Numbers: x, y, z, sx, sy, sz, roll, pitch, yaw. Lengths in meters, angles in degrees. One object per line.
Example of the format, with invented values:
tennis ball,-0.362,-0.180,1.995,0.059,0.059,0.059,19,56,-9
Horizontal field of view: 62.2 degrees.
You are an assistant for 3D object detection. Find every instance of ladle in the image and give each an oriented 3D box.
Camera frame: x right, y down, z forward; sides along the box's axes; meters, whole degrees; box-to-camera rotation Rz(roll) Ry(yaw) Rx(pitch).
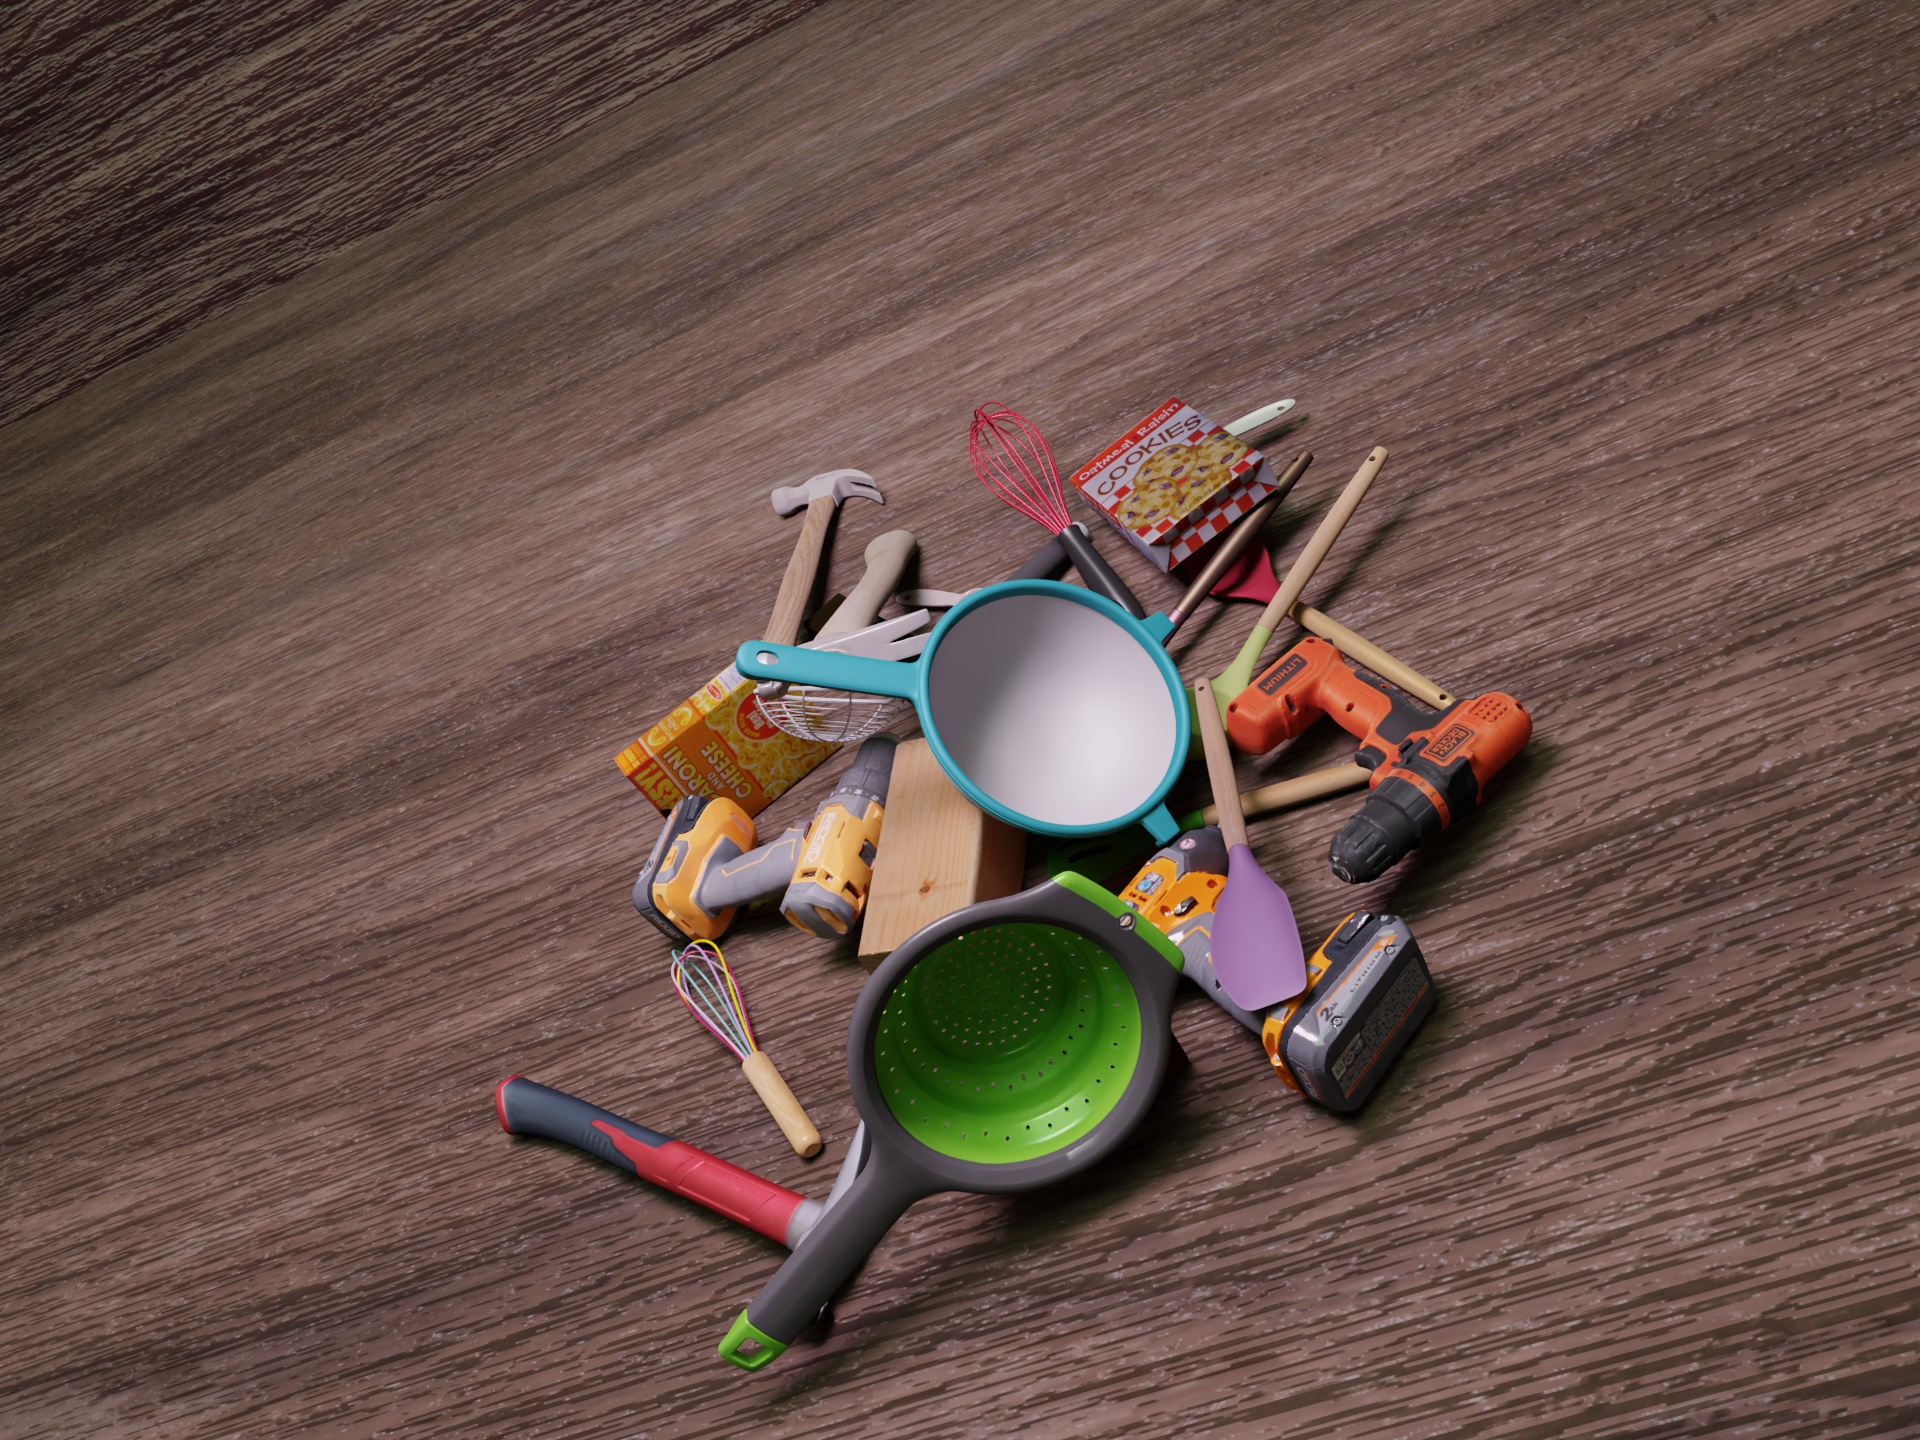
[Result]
ladle,0.289,-0.081,1.287,0.069,0.031,0.316,-43,43,-4
ladle,0.253,-0.100,1.271,0.078,0.062,0.320,26,75,39

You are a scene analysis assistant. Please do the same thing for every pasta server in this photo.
pasta server,0.196,-0.114,1.330,0.316,0.040,0.060,-50,36,-12

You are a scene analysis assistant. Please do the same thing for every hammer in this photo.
hammer,-0.070,-0.113,1.406,0.146,0.038,0.411,-16,17,11
hammer,-0.218,0.315,1.194,0.386,0.038,0.143,9,69,40
hammer,-0.156,-0.159,1.609,0.130,0.031,0.332,-15,36,18

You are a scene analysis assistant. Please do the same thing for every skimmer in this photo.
skimmer,-0.022,-0.095,1.404,0.363,0.090,0.127,-42,19,-27

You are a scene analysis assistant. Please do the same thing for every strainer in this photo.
strainer,-0.002,-0.004,1.189,0.340,0.095,0.211,8,62,-11

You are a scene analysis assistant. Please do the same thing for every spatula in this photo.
spatula,0.186,0.073,1.099,0.060,0.018,0.316,-24,37,18

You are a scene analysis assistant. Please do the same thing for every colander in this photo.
colander,-0.026,0.255,1.036,0.397,0.204,0.095,-50,18,7

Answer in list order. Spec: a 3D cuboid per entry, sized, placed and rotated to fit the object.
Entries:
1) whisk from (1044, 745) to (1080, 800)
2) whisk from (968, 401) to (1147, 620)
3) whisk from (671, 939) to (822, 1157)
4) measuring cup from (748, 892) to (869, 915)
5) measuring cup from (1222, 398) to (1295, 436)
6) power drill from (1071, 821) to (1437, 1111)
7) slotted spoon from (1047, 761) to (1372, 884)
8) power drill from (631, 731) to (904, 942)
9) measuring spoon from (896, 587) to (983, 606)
whisk,0.075,-0.005,1.338,0.057,0.059,0.247,13,38,-15
whisk,0.088,-0.182,1.438,0.073,0.073,0.296,-32,62,0
whisk,-0.169,0.250,1.242,0.047,0.051,0.245,-35,43,-11
measuring cup,-0.112,0.146,1.327,0.156,0.029,0.062,-20,39,32
measuring cup,0.238,-0.246,1.473,0.167,0.038,0.083,-27,41,4
power drill,0.201,0.151,1.078,0.164,0.084,0.227,-48,39,-19
slotted spoon,0.208,0.065,1.197,0.314,0.031,0.070,-17,40,15
power drill,-0.149,0.097,1.325,0.226,0.084,0.185,-10,44,36
measuring spoon,-0.017,-0.111,1.523,0.124,0.018,0.034,9,56,46
